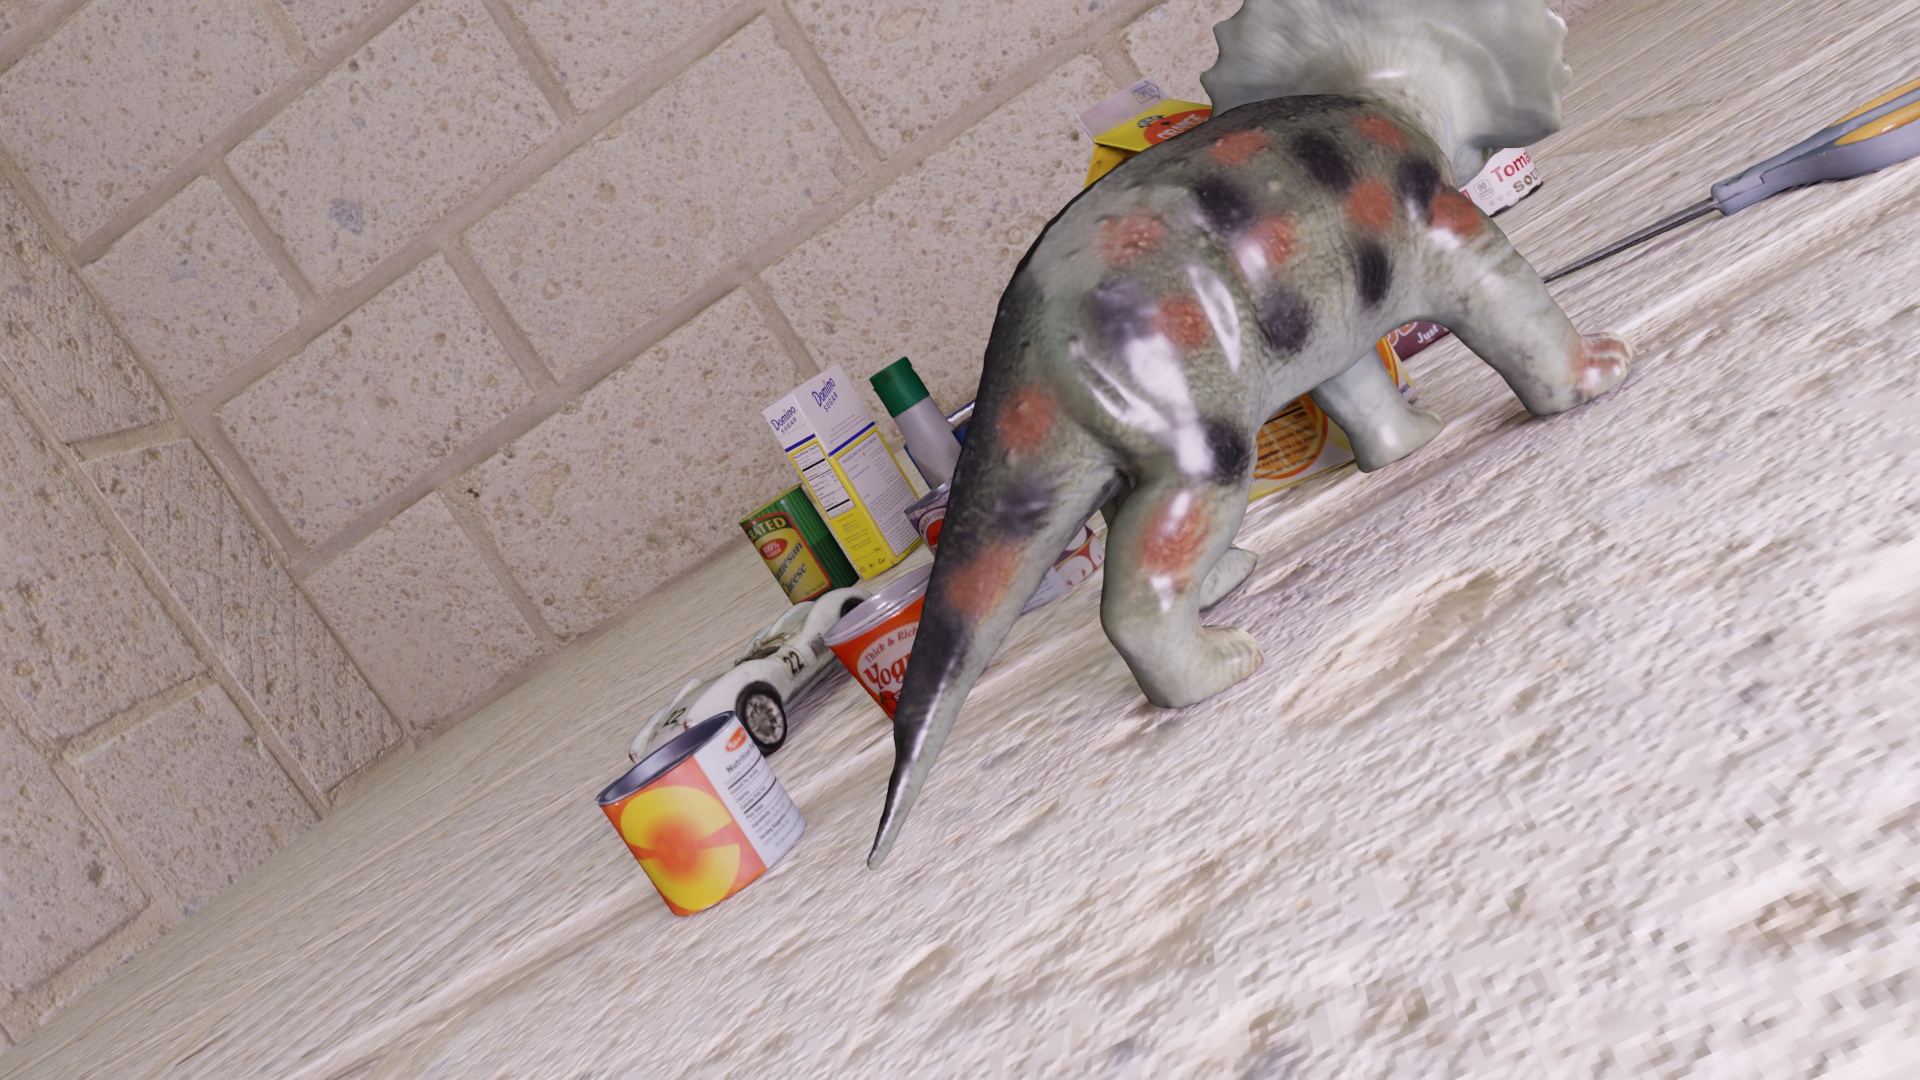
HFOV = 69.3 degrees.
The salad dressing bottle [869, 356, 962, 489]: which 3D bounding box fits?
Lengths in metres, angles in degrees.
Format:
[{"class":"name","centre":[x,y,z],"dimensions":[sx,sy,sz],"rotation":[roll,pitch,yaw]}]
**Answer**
[{"class":"salad dressing bottle","centre":[-0.020,-0.078,1.127],"dimensions":[0.044,0.147,0.064],"rotation":[-33,7,-4]}]

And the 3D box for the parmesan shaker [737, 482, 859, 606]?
[{"class":"parmesan shaker","centre":[-0.144,0.008,1.256],"dimensions":[0.071,0.103,0.071],"rotation":[-32,7,5]}]

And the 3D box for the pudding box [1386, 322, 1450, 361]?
[{"class":"pudding box","centre":[0.240,-0.128,0.745],"dimensions":[0.083,0.049,0.030],"rotation":[-31,7,12]}]

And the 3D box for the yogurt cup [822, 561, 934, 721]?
[{"class":"yogurt cup","centre":[-0.024,0.050,0.660],"dimensions":[0.072,0.054,0.072],"rotation":[-32,7,5]}]

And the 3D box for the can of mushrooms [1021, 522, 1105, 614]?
[{"class":"can of mushrooms","centre":[0.042,0.009,0.734],"dimensions":[0.071,0.033,0.071],"rotation":[-32,7,5]}]

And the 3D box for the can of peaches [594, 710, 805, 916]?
[{"class":"can of peaches","centre":[-0.108,0.114,0.577],"dimensions":[0.071,0.058,0.071],"rotation":[-32,7,5]}]

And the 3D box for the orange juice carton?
[{"class":"orange juice carton","centre":[0.121,-0.121,0.637],"dimensions":[0.072,0.192,0.072],"rotation":[-25,10,48]}]

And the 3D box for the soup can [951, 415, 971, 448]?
[{"class":"soup can","centre":[0.042,-0.062,1.011],"dimensions":[0.071,0.083,0.071],"rotation":[-32,7,5]}]

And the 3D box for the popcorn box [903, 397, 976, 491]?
[{"class":"popcorn box","centre":[0.025,-0.081,1.198],"dimensions":[0.127,0.085,0.038],"rotation":[-32,7,0]}]

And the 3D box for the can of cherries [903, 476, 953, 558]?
[{"class":"can of cherries","centre":[0.003,-0.012,0.939],"dimensions":[0.071,0.058,0.071],"rotation":[-32,7,5]}]
